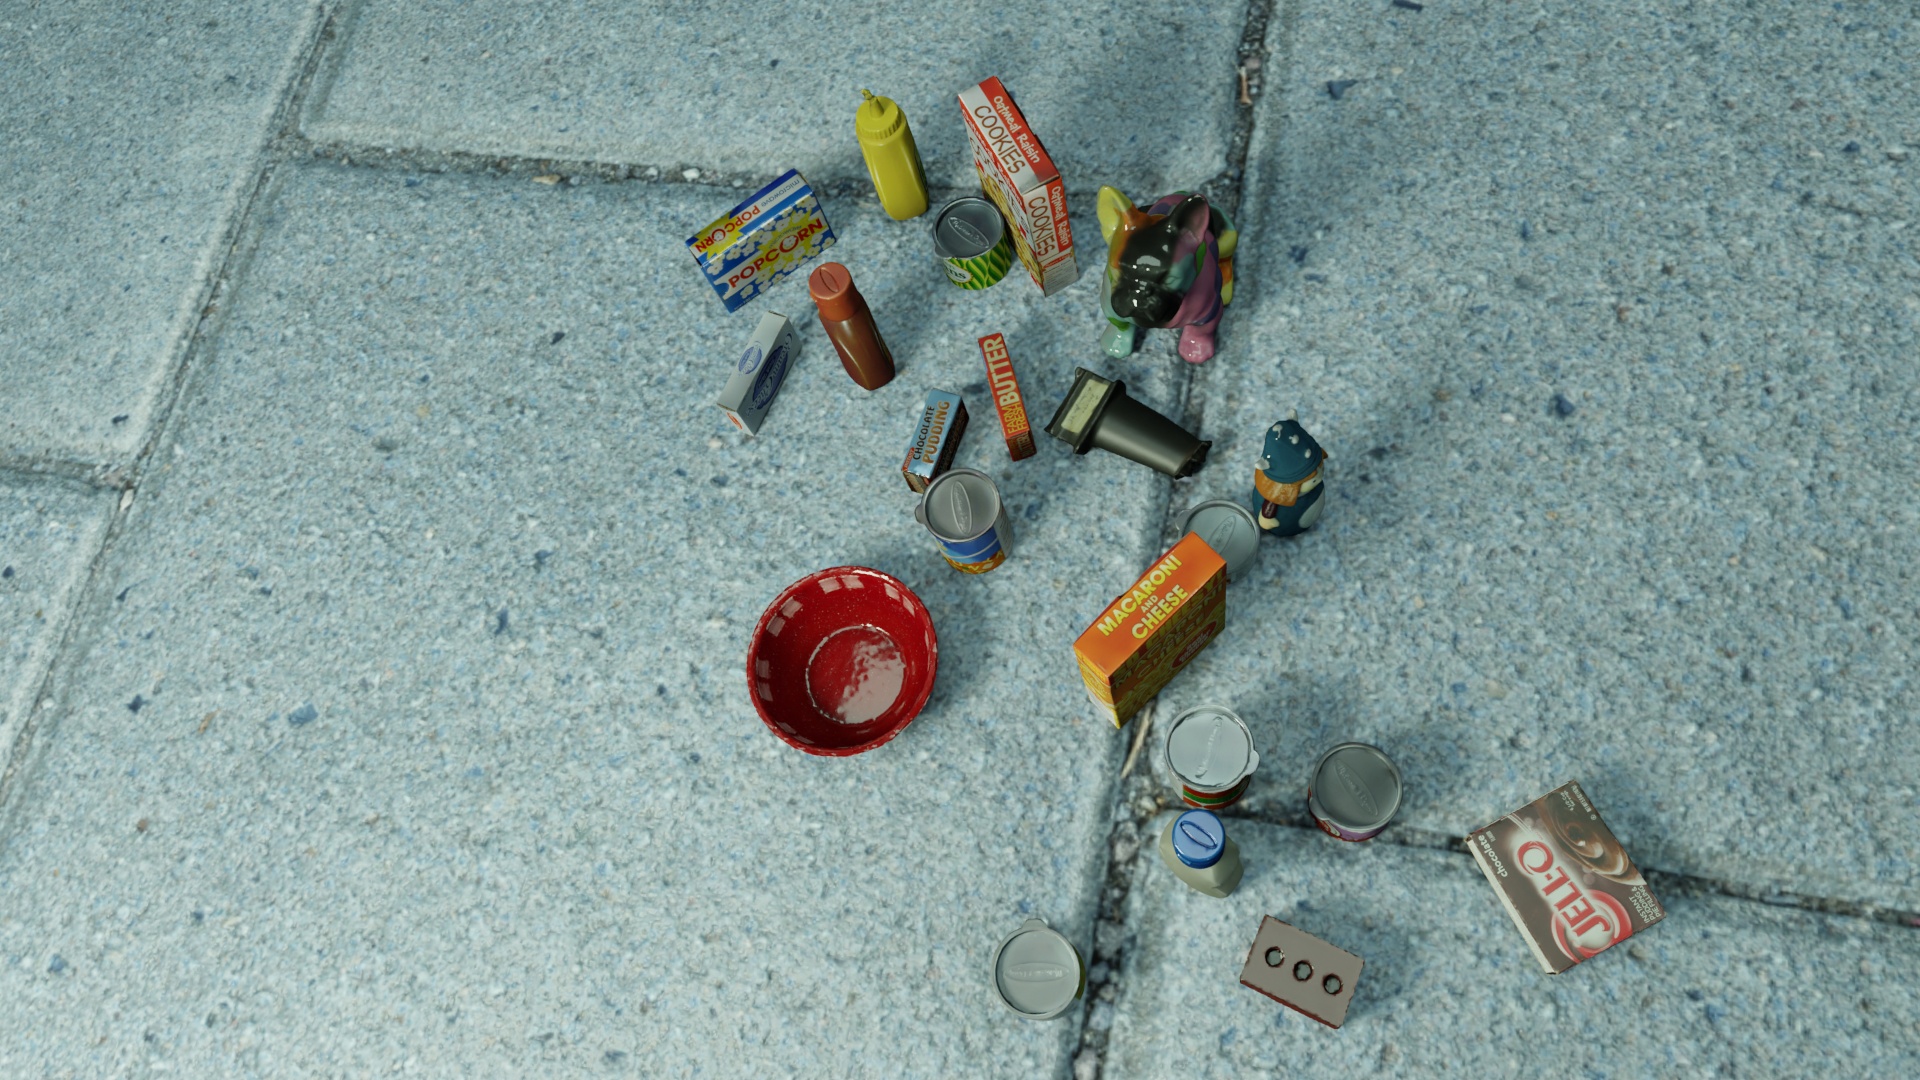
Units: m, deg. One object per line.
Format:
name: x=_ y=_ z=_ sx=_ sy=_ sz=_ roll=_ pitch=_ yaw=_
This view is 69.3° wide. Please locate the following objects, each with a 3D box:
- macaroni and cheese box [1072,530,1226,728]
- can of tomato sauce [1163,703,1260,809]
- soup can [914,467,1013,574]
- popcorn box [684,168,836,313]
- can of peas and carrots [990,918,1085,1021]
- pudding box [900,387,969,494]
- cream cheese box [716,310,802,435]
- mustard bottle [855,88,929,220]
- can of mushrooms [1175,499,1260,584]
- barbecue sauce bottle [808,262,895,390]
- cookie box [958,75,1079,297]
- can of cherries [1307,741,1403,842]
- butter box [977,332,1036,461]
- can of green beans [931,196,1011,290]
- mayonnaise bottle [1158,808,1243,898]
macaroni and cheese box: x=0.147 y=0.072 z=1.062 sx=0.124 sy=0.166 sz=0.040 roll=-43 pitch=68 yaw=-7
can of tomato sauce: x=0.192 y=0.167 z=1.063 sx=0.071 sy=0.083 sz=0.071 roll=-3 pitch=69 yaw=9
soup can: x=0.004 y=-0.015 z=1.166 sx=0.071 sy=0.083 sz=0.071 roll=-3 pitch=69 yaw=9
popcorn box: x=-0.186 y=-0.280 z=1.302 sx=0.127 sy=0.085 sz=0.038 roll=-36 pitch=68 yaw=-5
can of peas and carrots: x=0.059 y=0.322 z=1.039 sx=0.071 sy=0.058 sz=0.071 roll=-3 pitch=69 yaw=9
pudding box: x=-0.022 y=-0.086 z=1.217 sx=0.030 sy=0.049 sz=0.084 roll=16 pitch=73 yaw=15
cream cheese box: x=-0.183 y=-0.153 z=1.269 sx=0.024 sy=0.053 sz=0.104 roll=20 pitch=74 yaw=17
mustard bottle: x=-0.065 y=-0.359 z=1.270 sx=0.049 sy=0.159 sz=0.065 roll=-16 pitch=68 yaw=4
can of mushrooms: x=0.212 y=0.001 z=1.151 sx=0.071 sy=0.033 sz=0.071 roll=-3 pitch=69 yaw=9
barbecue sauce bottle: x=-0.097 y=-0.189 z=1.217 sx=0.044 sy=0.148 sz=0.065 roll=-32 pitch=67 yaw=-3
cookie box: x=0.054 y=-0.309 z=1.227 sx=0.040 sy=0.167 sz=0.123 roll=-28 pitch=67 yaw=-1
can of cherries: x=0.294 y=0.192 z=1.049 sx=0.071 sy=0.058 sz=0.072 roll=-3 pitch=69 yaw=9
butter box: x=0.041 y=-0.126 z=1.219 sx=0.024 sy=0.053 sz=0.104 roll=-16 pitch=67 yaw=4
can of green beans: x=0.011 y=-0.273 z=1.279 sx=0.071 sy=0.057 sz=0.071 roll=-3 pitch=69 yaw=9
mayonnaise bottle: x=0.174 y=0.225 z=1.008 sx=0.065 sy=0.147 sz=0.041 roll=32 pitch=78 yaw=20
